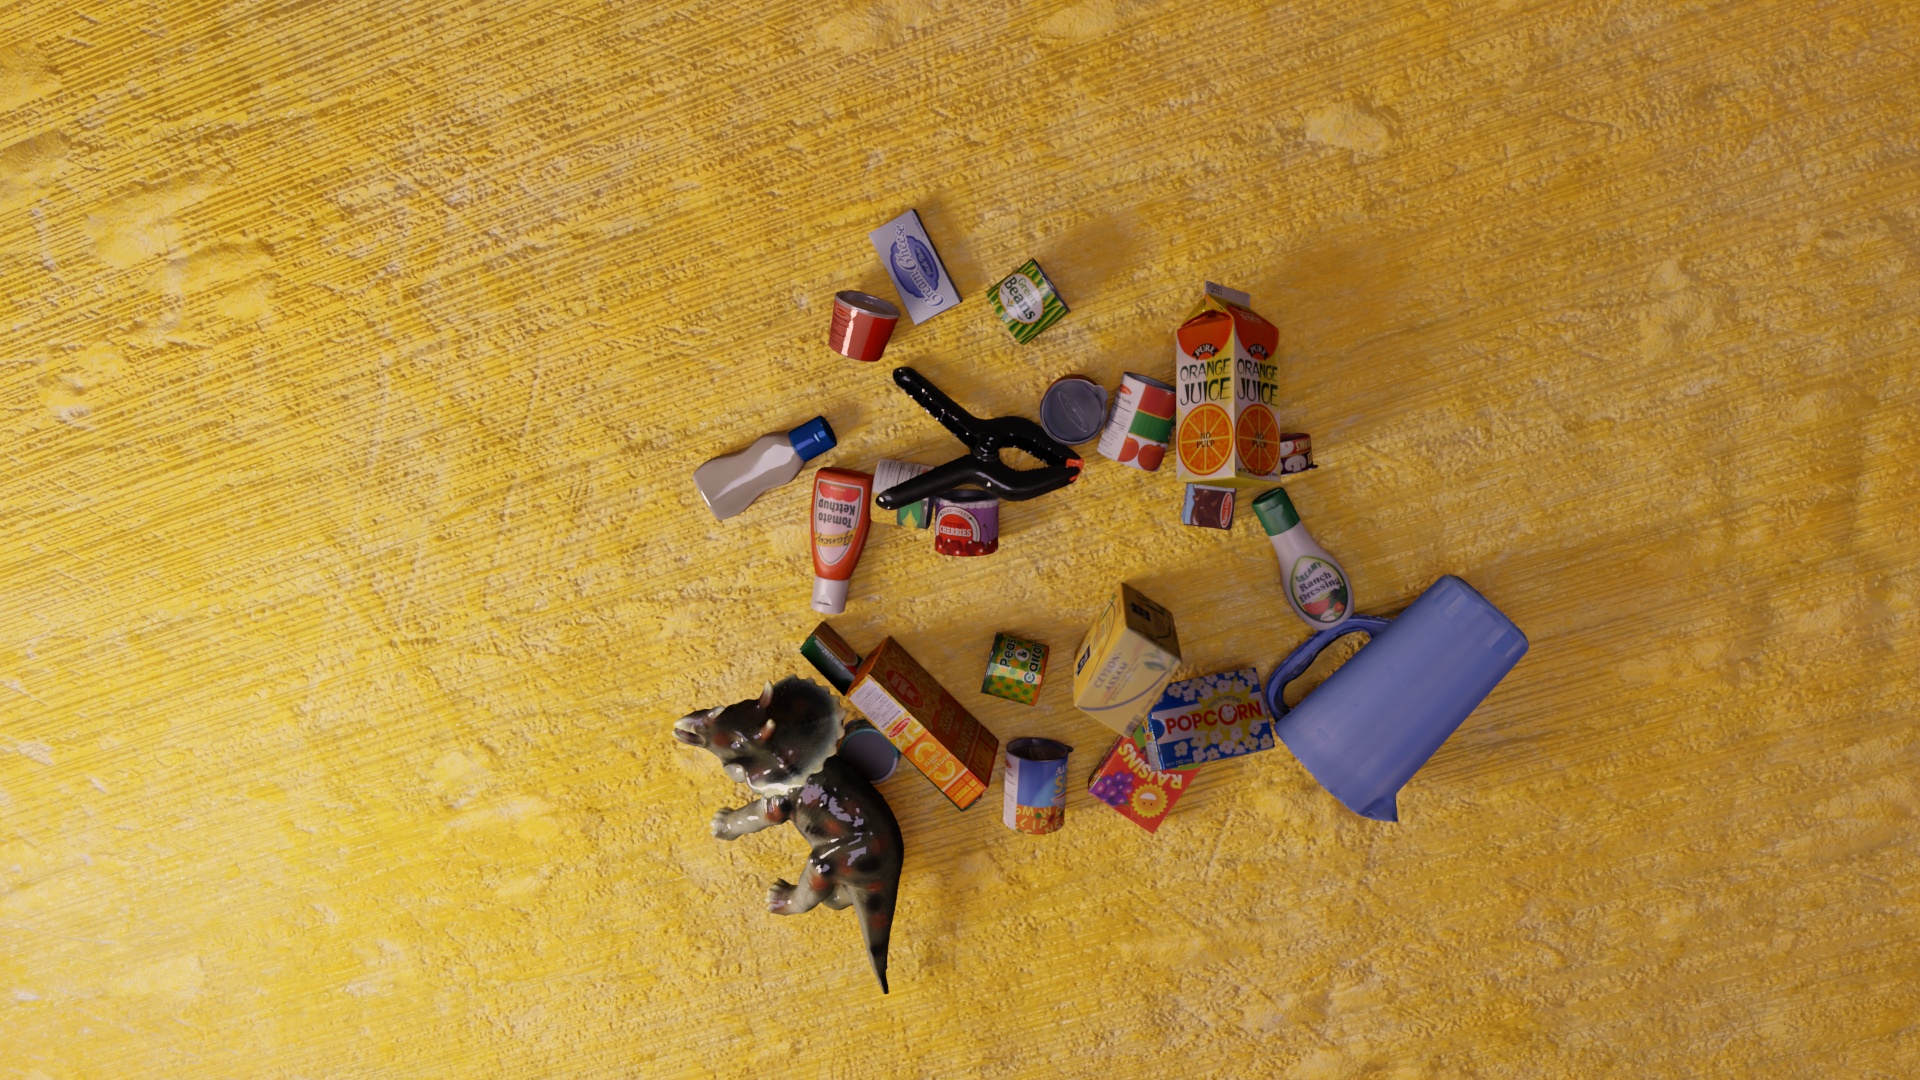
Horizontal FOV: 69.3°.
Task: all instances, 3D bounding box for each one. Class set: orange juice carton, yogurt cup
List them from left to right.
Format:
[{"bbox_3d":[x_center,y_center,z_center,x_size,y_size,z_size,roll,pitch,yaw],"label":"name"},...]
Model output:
[{"bbox_3d":[-0.099,-0.212,1.386,0.072,0.073,0.053,19,111,1],"label":"yogurt cup"},{"bbox_3d":[0.257,-0.149,1.333,0.073,0.072,0.192,-5,83,50],"label":"orange juice carton"}]

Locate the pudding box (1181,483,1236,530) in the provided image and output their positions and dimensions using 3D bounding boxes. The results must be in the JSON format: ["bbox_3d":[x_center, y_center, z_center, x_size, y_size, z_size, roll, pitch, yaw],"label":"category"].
[{"bbox_3d":[0.253,-0.055,1.402,0.050,0.030,0.083,6,102,3],"label":"pudding box"}]

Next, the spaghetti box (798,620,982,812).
[{"bbox_3d":[-0.071,0.187,1.471,0.028,0.050,0.250,-44,95,14],"label":"spaghetti box"}]

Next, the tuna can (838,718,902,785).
[{"bbox_3d":[-0.099,0.225,1.490,0.071,0.033,0.071,1,102,5],"label":"tuna can"}]

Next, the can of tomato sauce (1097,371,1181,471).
[{"bbox_3d":[0.181,-0.117,1.378,0.071,0.071,0.083,19,104,1],"label":"can of tomato sauce"}]

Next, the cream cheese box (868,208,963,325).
[{"bbox_3d":[-0.045,-0.272,1.388,0.053,0.024,0.103,-27,98,11],"label":"cream cheese box"}]

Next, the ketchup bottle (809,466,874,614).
[{"bbox_3d":[-0.128,0.001,1.441,0.065,0.043,0.148,12,103,12],"label":"ketchup bottle"}]

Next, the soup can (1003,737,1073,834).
[{"bbox_3d":[0.082,0.258,1.464,0.071,0.071,0.083,3,103,5],"label":"soup can"}]

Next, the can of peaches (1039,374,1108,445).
[{"bbox_3d":[0.115,-0.132,1.384,0.071,0.058,0.071,1,101,5],"label":"can of peaches"}]

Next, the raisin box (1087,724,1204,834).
[{"bbox_3d":[0.202,0.234,1.461,0.086,0.040,0.123,32,103,-3],"label":"raisin box"}]

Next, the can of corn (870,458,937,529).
[{"bbox_3d":[-0.057,-0.046,1.415,0.058,0.071,0.071,9,103,4],"label":"can of corn"}]

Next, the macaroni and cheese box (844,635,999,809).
[{"bbox_3d":[-0.037,0.185,1.430,0.166,0.124,0.040,45,105,-5],"label":"macaroni and cheese box"}]

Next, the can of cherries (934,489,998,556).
[{"bbox_3d":[0.005,-0.018,1.411,0.071,0.071,0.058,2,103,5],"label":"can of cherries"}]

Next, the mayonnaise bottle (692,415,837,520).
[{"bbox_3d":[-0.199,-0.079,1.433,0.148,0.041,0.064,-27,100,9],"label":"mayonnaise bottle"}]

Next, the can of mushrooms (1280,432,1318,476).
[{"bbox_3d":[0.316,-0.085,1.371,0.071,0.071,0.033,-8,100,7],"label":"can of mushrooms"}]

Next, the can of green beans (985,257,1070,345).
[{"bbox_3d":[0.066,-0.234,1.364,0.058,0.071,0.071,-34,97,11],"label":"can of green beans"}]

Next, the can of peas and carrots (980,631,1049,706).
[{"bbox_3d":[0.057,0.132,1.438,0.059,0.071,0.070,15,103,1],"label":"can of peas and carrots"}]

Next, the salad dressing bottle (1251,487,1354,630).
[{"bbox_3d":[0.343,0.018,1.402,0.064,0.044,0.147,-29,97,9],"label":"salad dressing bottle"}]

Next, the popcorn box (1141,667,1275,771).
[{"bbox_3d":[0.248,0.182,1.414,0.127,0.038,0.085,-9,79,-13],"label":"popcorn box"}]
